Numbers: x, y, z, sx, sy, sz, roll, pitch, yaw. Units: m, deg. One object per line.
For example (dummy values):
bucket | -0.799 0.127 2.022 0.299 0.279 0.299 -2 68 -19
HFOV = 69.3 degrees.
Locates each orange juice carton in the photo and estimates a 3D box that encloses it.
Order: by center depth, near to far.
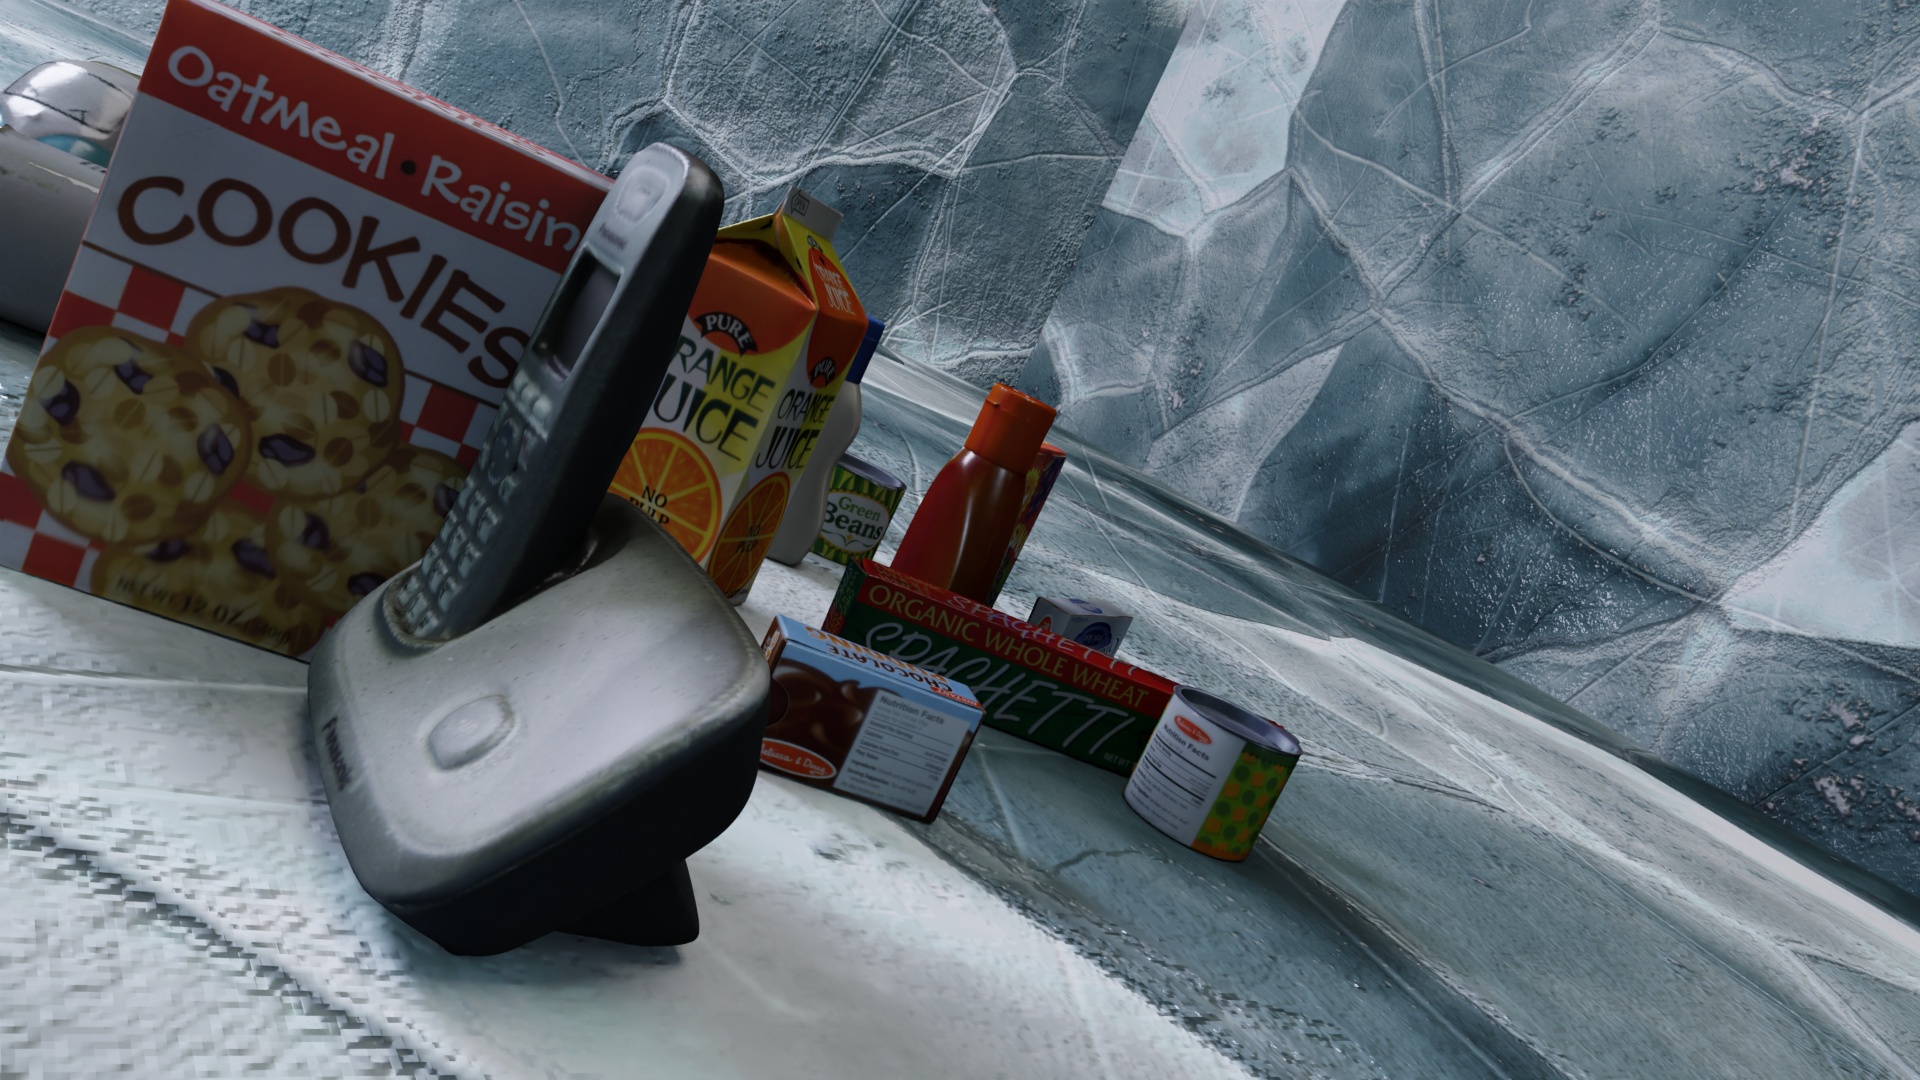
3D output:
orange juice carton | -0.104 -0.068 0.640 0.073 0.192 0.072 27 9 12

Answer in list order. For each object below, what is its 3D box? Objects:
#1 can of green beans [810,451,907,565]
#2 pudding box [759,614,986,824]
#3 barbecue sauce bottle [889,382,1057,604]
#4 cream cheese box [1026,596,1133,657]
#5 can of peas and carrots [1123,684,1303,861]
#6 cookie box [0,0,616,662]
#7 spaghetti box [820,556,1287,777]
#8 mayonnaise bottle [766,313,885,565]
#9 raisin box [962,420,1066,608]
can of green beans | -0.075 -0.022 0.881 0.071 0.057 0.071 25 9 -4
pudding box | -0.039 0.066 0.509 0.084 0.049 0.030 22 9 -20
barbecue sauce bottle | 0.003 -0.009 0.731 0.043 0.148 0.065 19 10 -35
cream cheese box | 0.062 0.061 0.793 0.024 0.053 0.104 29 10 25
can of peas and carrots | 0.120 0.110 0.656 0.071 0.058 0.071 25 9 -4
cookie box | -0.190 -0.054 0.408 0.123 0.167 0.040 22 9 -19
spaghetti box | 0.051 0.076 0.687 0.250 0.050 0.029 22 9 -17
mayonnaise bottle | -0.089 -0.063 0.794 0.065 0.148 0.041 25 8 -5
raisin box | 0.011 -0.006 0.816 0.040 0.123 0.086 28 9 17
